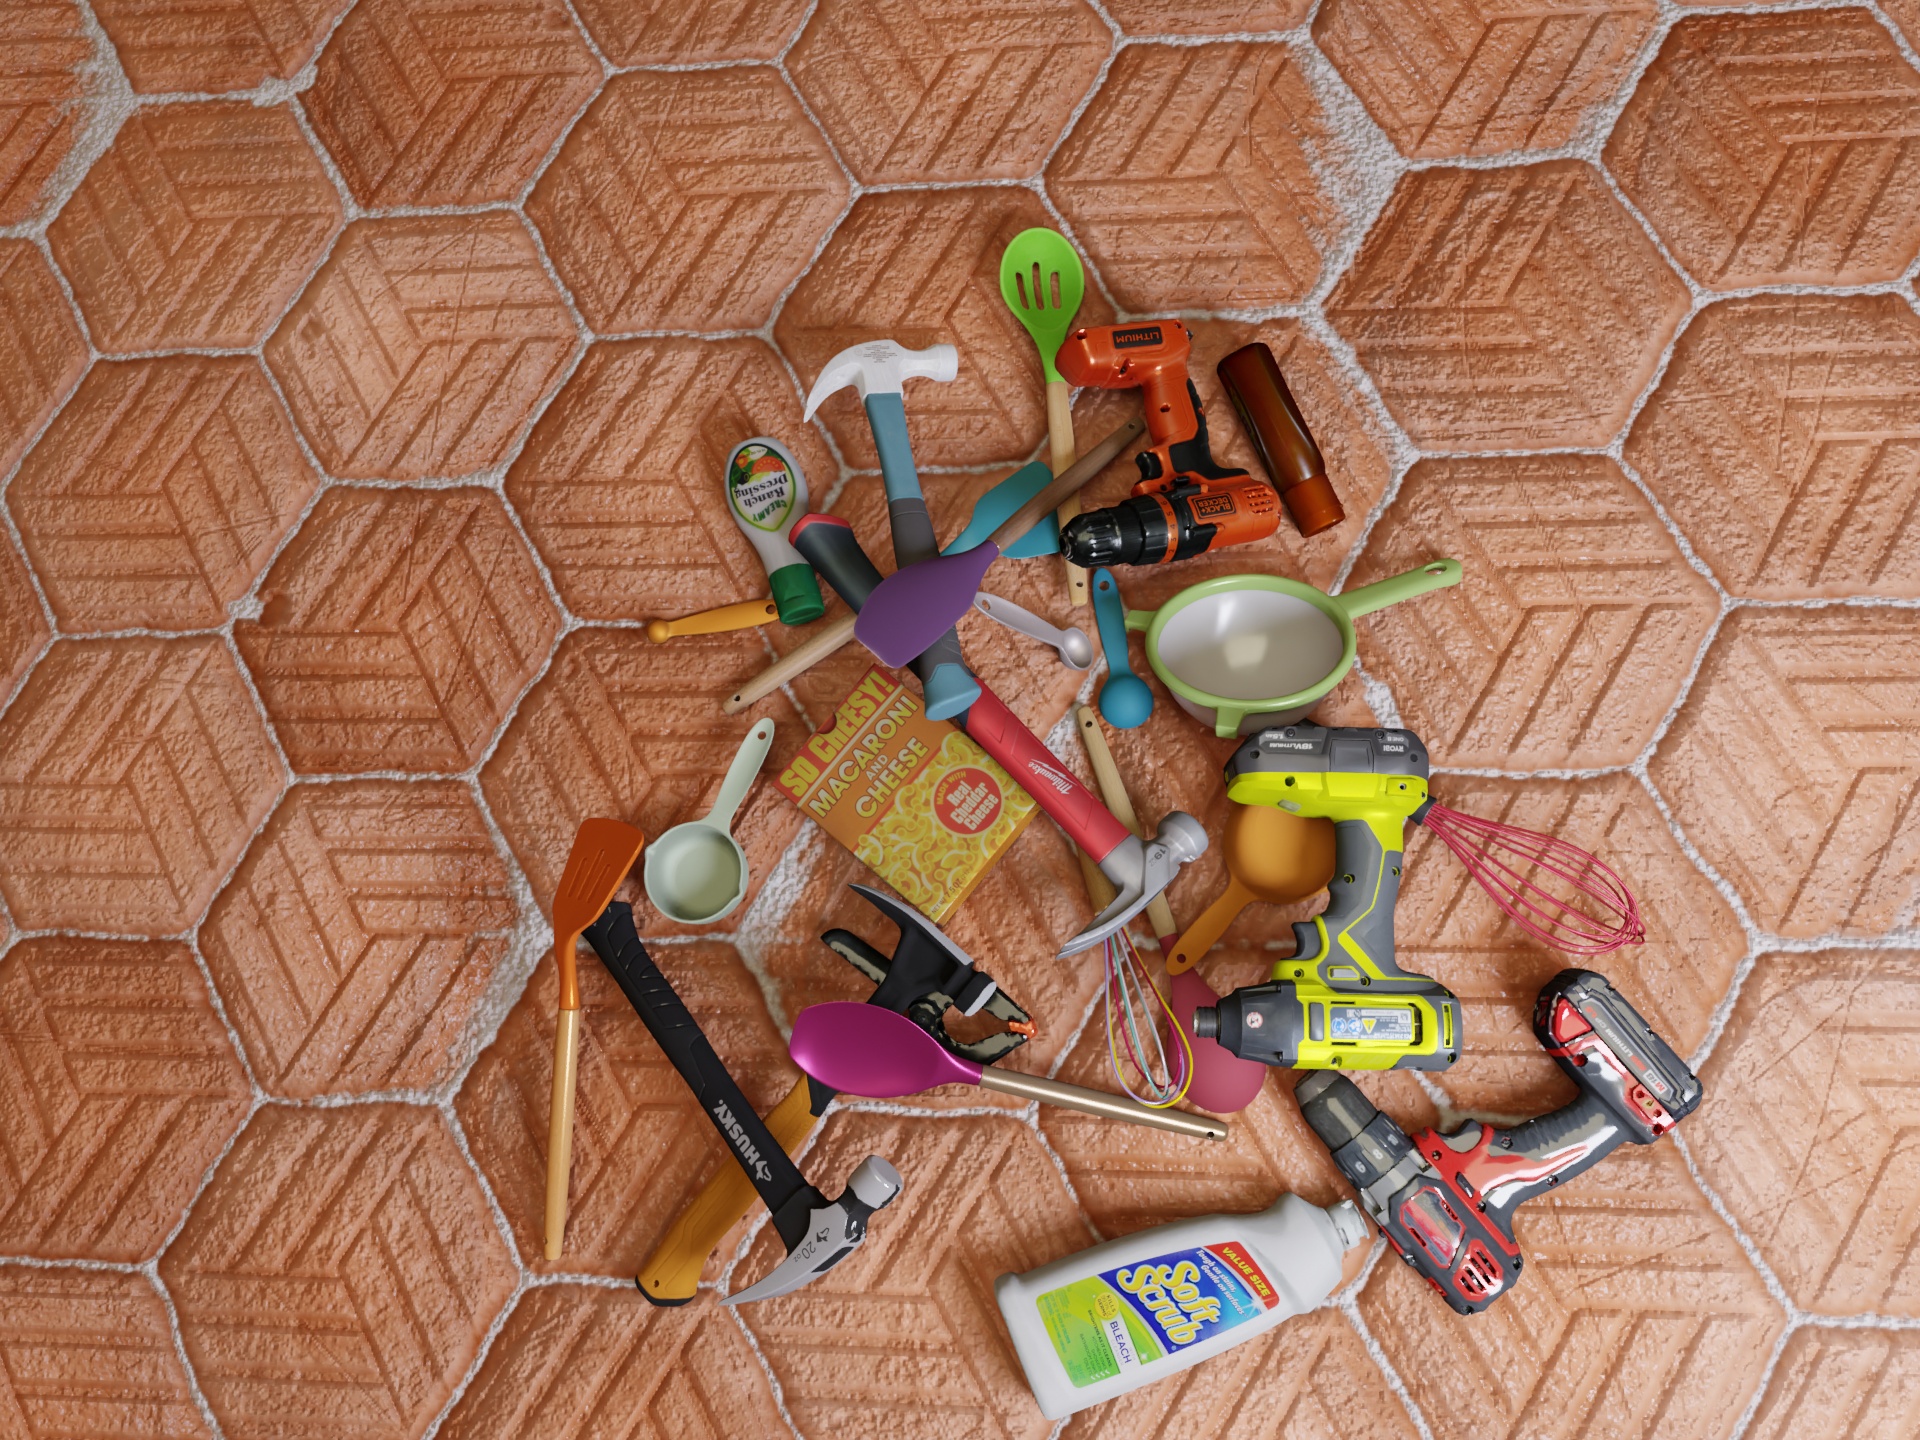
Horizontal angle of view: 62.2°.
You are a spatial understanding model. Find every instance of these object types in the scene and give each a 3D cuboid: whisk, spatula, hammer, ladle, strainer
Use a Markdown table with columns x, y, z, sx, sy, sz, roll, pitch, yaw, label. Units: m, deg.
| x | y | z | sx | sy | sz | roll | pitch | yaw | label |
| --- | --- | --- | --- | --- | --- | --- | --- | --- | --- |
| 0.353 | 0.077 | 1.141 | 0.296 | 0.073 | 0.073 | 33 | 83 | 17 | whisk |
| 0.117 | 0.158 | 1.150 | 0.047 | 0.051 | 0.245 | -29 | 64 | 32 | whisk |
| -0.049 | -0.093 | 1.242 | 0.317 | 0.044 | 0.082 | -33 | 78 | 3 | spatula |
| -0.185 | 0.254 | 1.128 | 0.146 | 0.035 | 0.335 | -48 | 59 | 8 | hammer |
| -0.037 | -0.151 | 1.193 | 0.128 | 0.033 | 0.331 | -5 | 63 | -16 | hammer |
| 0.144 | 0.134 | 1.168 | 0.069 | 0.031 | 0.316 | -20 | 74 | 3 | ladle |
| -0.280 | 0.234 | 1.166 | 0.081 | 0.041 | 0.322 | 7 | 93 | 44 | spatula |
| -0.002 | -0.004 | 1.164 | 0.143 | 0.038 | 0.386 | -38 | 76 | -25 | hammer |
| -0.125 | 0.277 | 1.138 | 0.127 | 0.034 | 0.337 | 39 | 93 | 14 | hammer |
| 0.038 | -0.143 | 1.179 | 0.060 | 0.018 | 0.316 | 42 | 61 | 11 | spatula |
| 0.260 | -0.055 | 1.180 | 0.256 | 0.069 | 0.152 | -20 | 43 | -14 | strainer |

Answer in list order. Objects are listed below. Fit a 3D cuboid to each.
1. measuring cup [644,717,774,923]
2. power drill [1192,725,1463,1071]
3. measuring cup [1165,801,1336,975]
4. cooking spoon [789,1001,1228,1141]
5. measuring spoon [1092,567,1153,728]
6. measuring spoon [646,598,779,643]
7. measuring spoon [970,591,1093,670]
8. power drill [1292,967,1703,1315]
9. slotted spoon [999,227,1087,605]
| x | y | z | sx | sy | sz | roll | pitch | yaw | label |
| --- | --- | --- | --- | --- | --- | --- | --- | --- | --- |
| -0.179 | 0.077 | 1.212 | 0.083 | 0.038 | 0.167 | 23 | 79 | 11 | measuring cup |
| 0.242 | 0.121 | 1.071 | 0.171 | 0.080 | 0.223 | 1 | 76 | 1 | power drill |
| 0.208 | 0.114 | 1.136 | 0.095 | 0.052 | 0.173 | 42 | 75 | 10 | measuring cup |
| 0.037 | 0.253 | 1.108 | 0.318 | 0.017 | 0.068 | 15 | 104 | -9 | cooking spoon |
| 0.118 | -0.058 | 1.213 | 0.042 | 0.021 | 0.129 | -10 | 78 | 4 | measuring spoon |
| -0.193 | -0.080 | 1.260 | 0.117 | 0.011 | 0.021 | -10 | 77 | 4 | measuring spoon |
| 0.051 | -0.068 | 1.190 | 0.018 | 0.124 | 0.034 | -25 | 52 | 44 | measuring spoon |
| 0.361 | 0.265 | 1.089 | 0.226 | 0.080 | 0.188 | -40 | 76 | 0 | power drill |
| 0.075 | -0.240 | 1.250 | 0.070 | 0.031 | 0.314 | -3 | 76 | -11 | slotted spoon |
